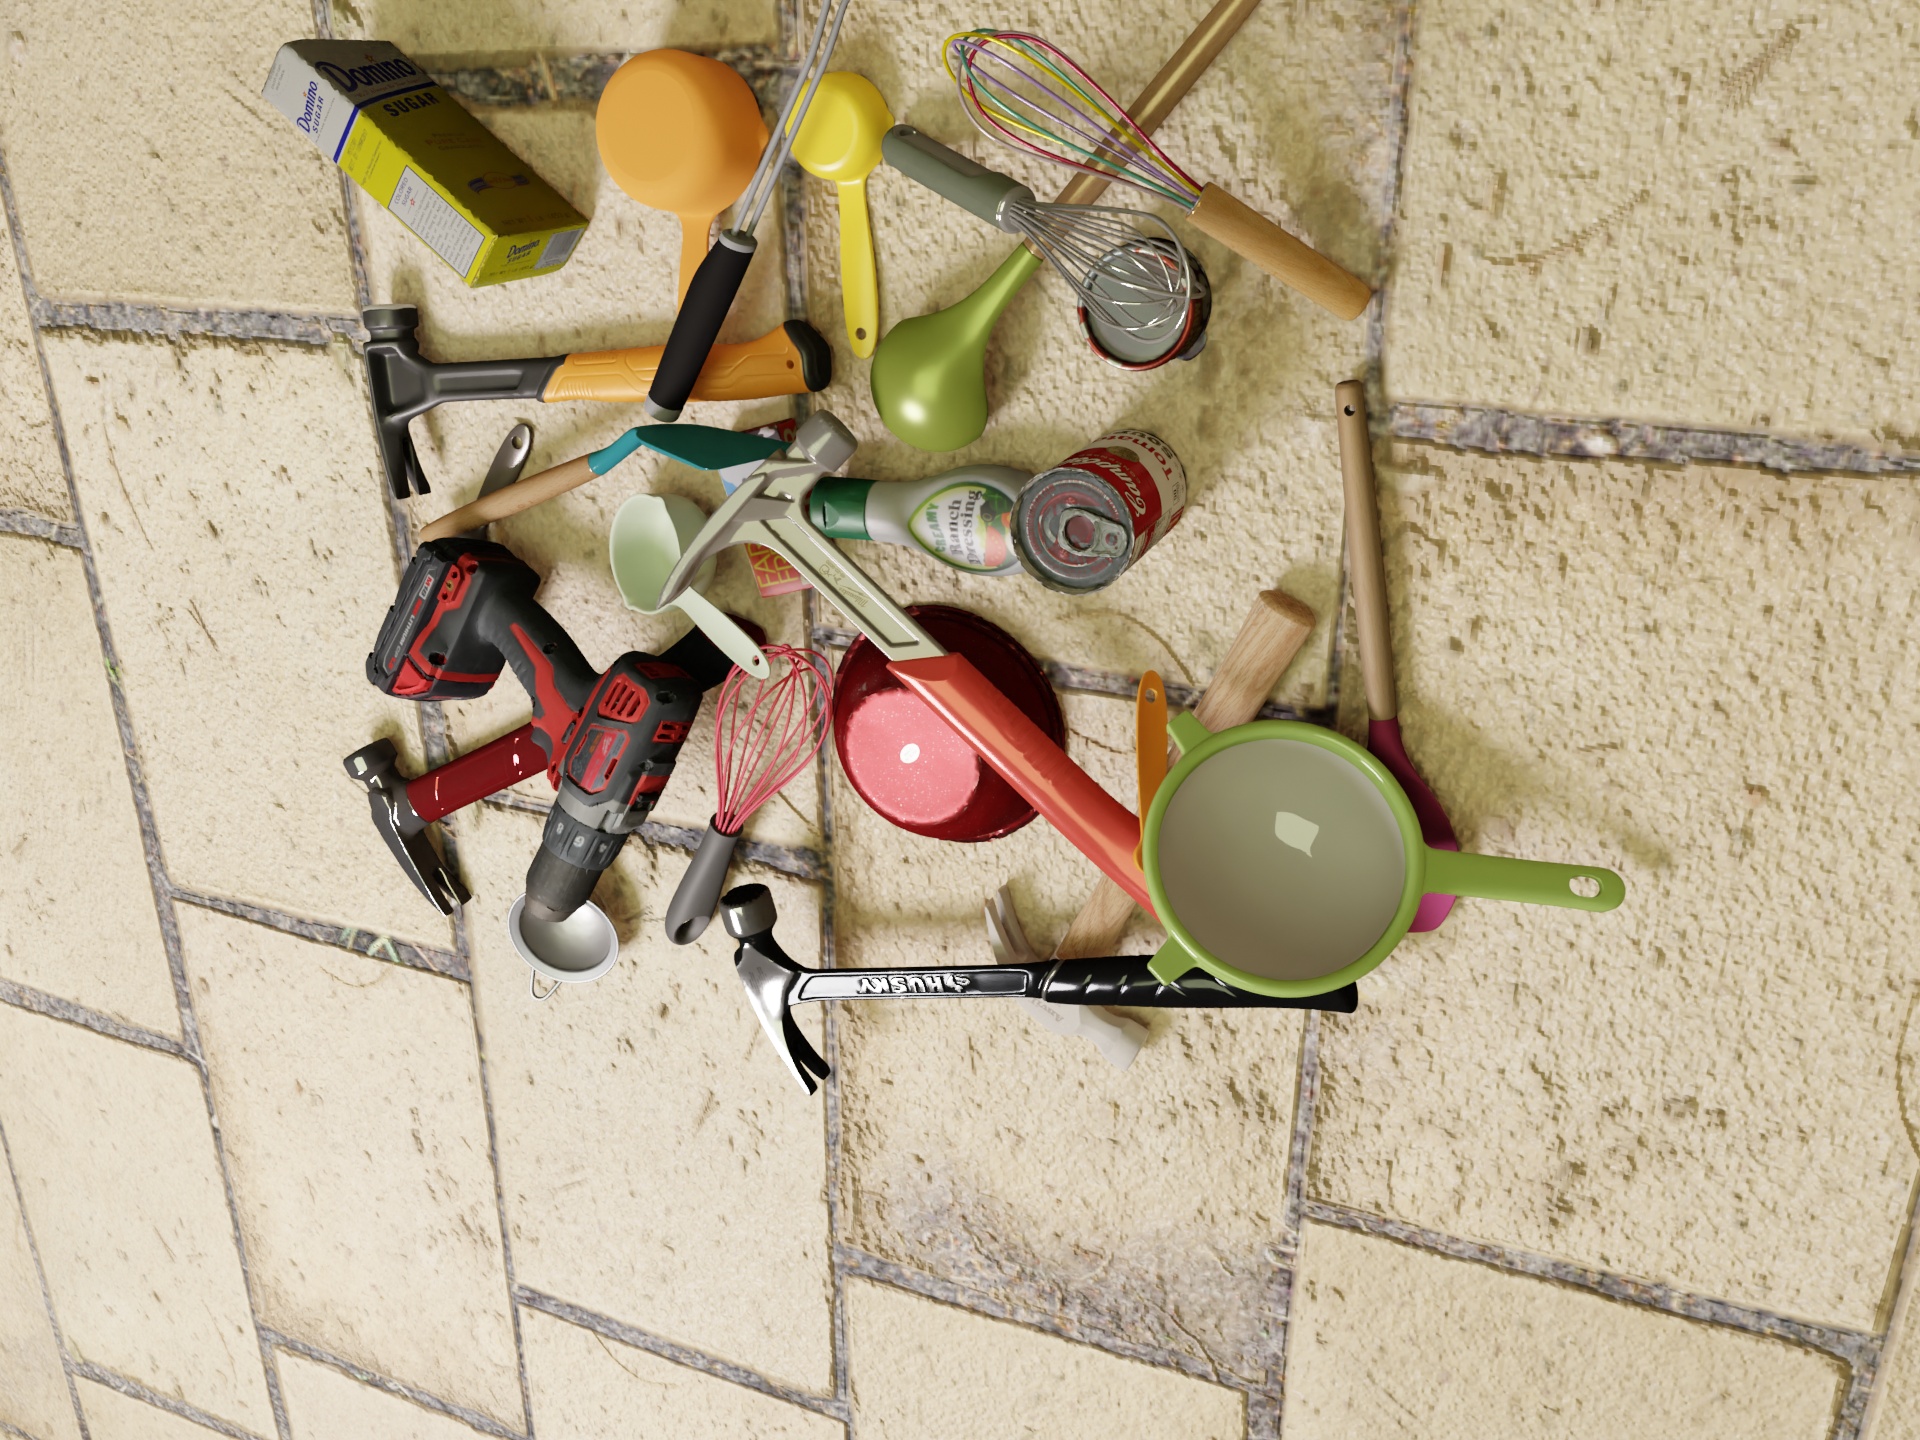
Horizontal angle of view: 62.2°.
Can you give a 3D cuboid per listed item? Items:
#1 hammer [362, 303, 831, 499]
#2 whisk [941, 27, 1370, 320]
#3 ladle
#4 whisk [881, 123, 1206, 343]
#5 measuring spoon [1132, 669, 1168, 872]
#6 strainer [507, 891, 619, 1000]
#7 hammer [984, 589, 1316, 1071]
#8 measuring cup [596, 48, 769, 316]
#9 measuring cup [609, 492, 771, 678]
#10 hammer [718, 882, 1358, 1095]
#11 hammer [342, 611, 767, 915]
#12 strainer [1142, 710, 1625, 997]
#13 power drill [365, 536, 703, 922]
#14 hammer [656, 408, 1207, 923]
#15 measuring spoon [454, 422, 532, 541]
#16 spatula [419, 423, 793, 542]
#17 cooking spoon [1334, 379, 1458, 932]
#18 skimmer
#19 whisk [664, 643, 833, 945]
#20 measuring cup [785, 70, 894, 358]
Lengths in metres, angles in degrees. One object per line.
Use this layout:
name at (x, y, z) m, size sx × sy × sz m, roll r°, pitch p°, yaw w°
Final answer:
hammer at (-0.233, -0.207, 0.998) m, size 0.337 × 0.034 × 0.127 m, roll 2°, pitch 105°, yaw 24°
whisk at (0.098, -0.269, 0.788) m, size 0.245 × 0.051 × 0.047 m, roll 29°, pitch 135°, yaw -9°
ladle at (0.060, -0.268, 0.841) m, size 0.078 × 0.062 × 0.320 m, roll 47°, pitch 116°, yaw 7°
whisk at (0.033, -0.254, 0.797) m, size 0.247 × 0.058 × 0.059 m, roll 42°, pitch 138°, yaw 38°
measuring spoon at (0.105, 0.029, 0.898) m, size 0.011 × 0.021 × 0.117 m, roll -19°, pitch 67°, yaw 61°
strainer at (-0.264, 0.105, 1.132) m, size 0.087 × 0.050 × 0.258 m, roll 25°, pitch 127°, yaw -3°
hammer at (0.115, 0.063, 0.953) m, size 0.130 × 0.031 × 0.331 m, roll 32°, pitch 121°, yaw 10°
measuring cup at (-0.164, -0.291, 0.906) m, size 0.095 × 0.052 × 0.173 m, roll 8°, pitch 102°, yaw 22°
measuring cup at (-0.157, -0.080, 0.990) m, size 0.168 × 0.038 × 0.083 m, roll 43°, pitch 125°, yaw 28°
hammer at (0.040, 0.168, 0.993) m, size 0.409 × 0.036 × 0.149 m, roll -5°, pitch 110°, yaw 26°
hammer at (-0.279, 0.026, 1.122) m, size 0.386 × 0.038 × 0.143 m, roll -22°, pitch 102°, yaw 31°
strainer at (0.225, 0.085, 0.875) m, size 0.256 × 0.069 × 0.152 m, roll 6°, pitch 73°, yaw 2°
power drill at (-0.285, 0.003, 1.042) m, size 0.227 × 0.080 × 0.188 m, roll 36°, pitch 106°, yaw 23°
hammer at (-0.001, -0.003, 0.915) m, size 0.359 × 0.037 × 0.149 m, roll 44°, pitch 104°, yaw -4°
measuring spoon at (-0.322, -0.152, 1.078) m, size 0.034 × 0.018 × 0.124 m, roll 42°, pitch 122°, yaw 4°
spatula at (-0.242, -0.144, 0.998) m, size 0.317 × 0.082 × 0.044 m, roll -12°, pitch 101°, yaw 37°
cooking spoon at (0.229, -0.026, 0.869) m, size 0.069 × 0.017 × 0.318 m, roll -2°, pitch 110°, yaw 24°
skimmer at (-0.080, -0.285, 0.828) m, size 0.090 × 0.127 × 0.363 m, roll 55°, pitch 130°, yaw 28°
whisk at (-0.151, 0.056, 1.056) m, size 0.073 × 0.073 × 0.295 m, roll 35°, pitch 130°, yaw 9°
measuring cup at (-0.066, -0.281, 0.893) m, size 0.062 × 0.029 × 0.156 m, roll 4°, pitch 110°, yaw 24°
